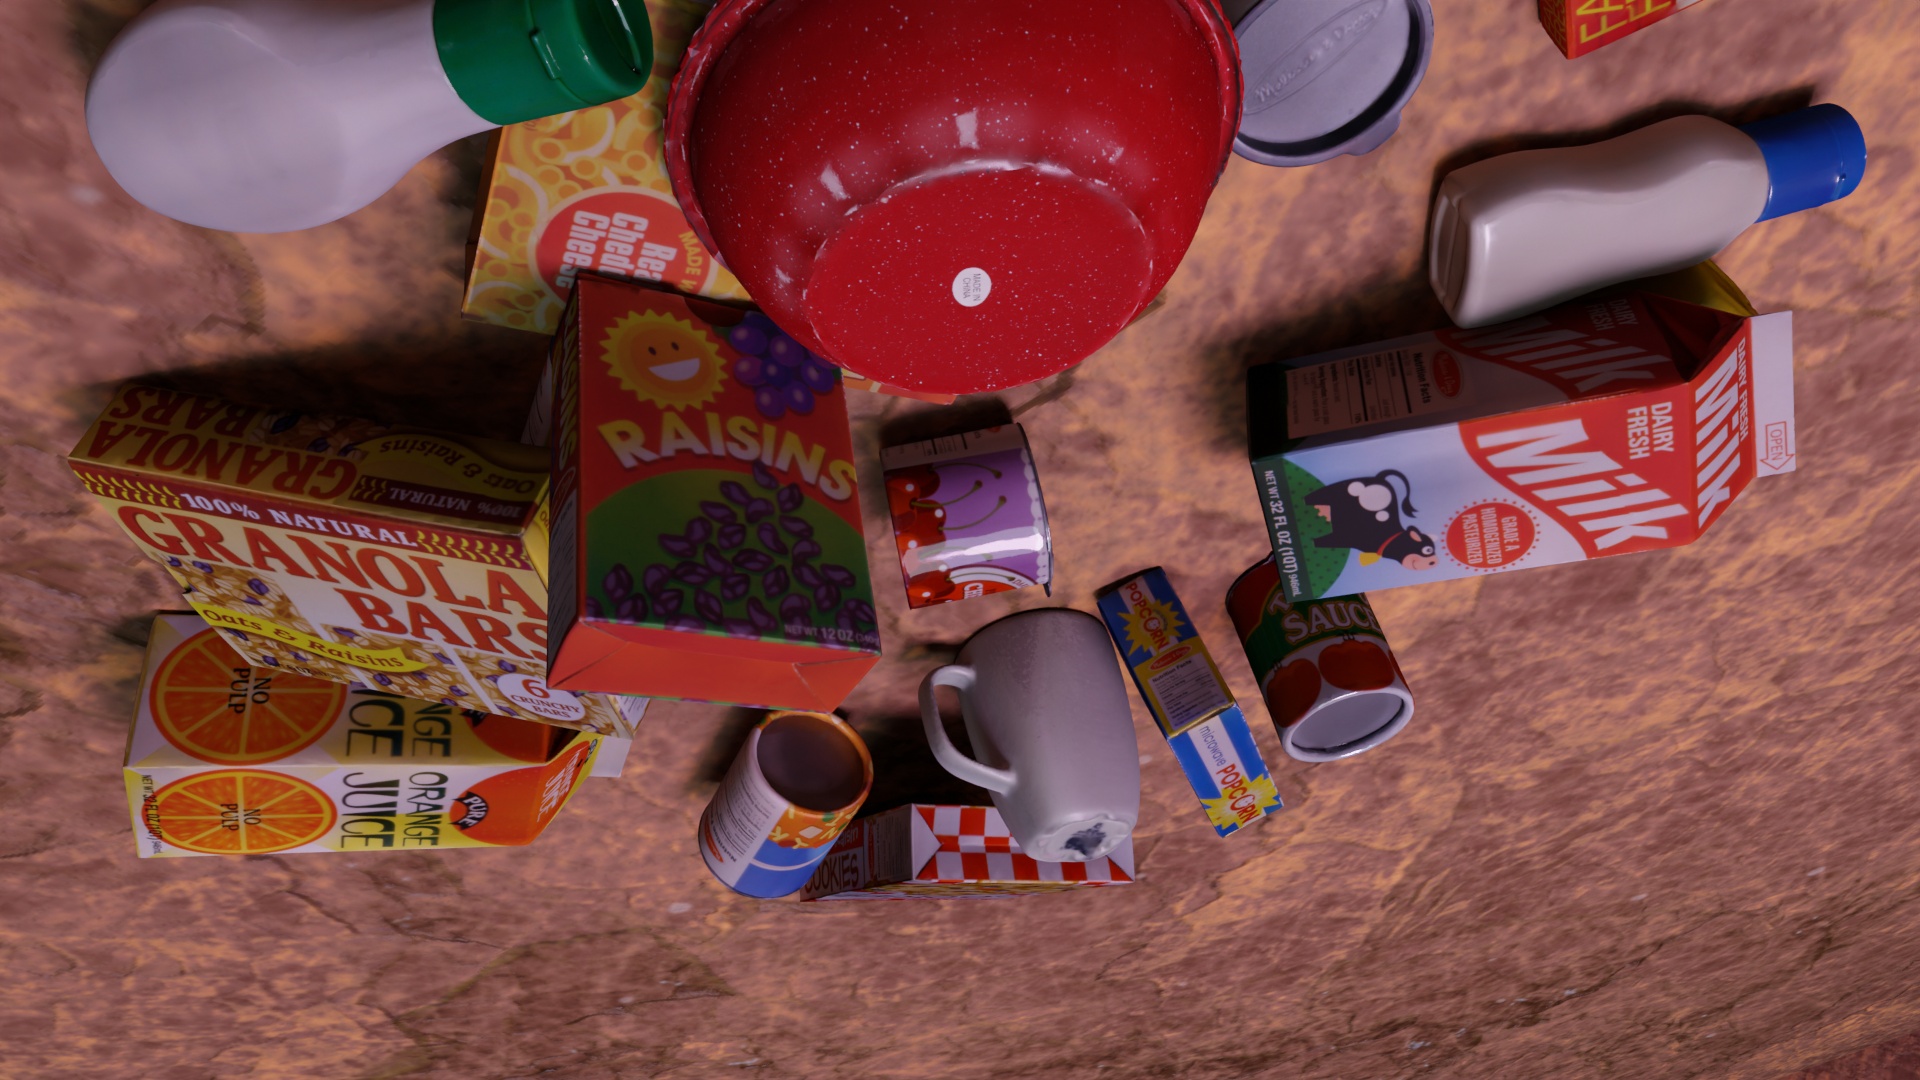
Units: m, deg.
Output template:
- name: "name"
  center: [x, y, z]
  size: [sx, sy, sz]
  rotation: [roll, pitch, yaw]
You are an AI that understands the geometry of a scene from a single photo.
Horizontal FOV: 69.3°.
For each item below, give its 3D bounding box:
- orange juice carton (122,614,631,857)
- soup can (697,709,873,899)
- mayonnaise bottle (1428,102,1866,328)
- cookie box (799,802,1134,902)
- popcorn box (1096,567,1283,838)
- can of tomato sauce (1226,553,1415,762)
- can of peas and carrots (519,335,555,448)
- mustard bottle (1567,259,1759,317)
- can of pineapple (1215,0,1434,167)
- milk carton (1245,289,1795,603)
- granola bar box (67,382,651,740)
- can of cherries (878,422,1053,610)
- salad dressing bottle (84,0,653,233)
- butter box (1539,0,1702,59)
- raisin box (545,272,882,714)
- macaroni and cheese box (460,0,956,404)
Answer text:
- name: "orange juice carton"
  center: [-0.235, 0.083, 0.587]
  size: [0.193, 0.073, 0.071]
  rotation: [3, 139, -22]
- name: "soup can"
  center: [-0.086, 0.131, 0.702]
  size: [0.071, 0.071, 0.083]
  rotation: [8, 137, -26]
- name: "mayonnaise bottle"
  center: [0.251, -0.124, 0.512]
  size: [0.148, 0.041, 0.064]
  rotation: [-15, 142, -1]
- name: "cookie box"
  center: [-0.003, 0.170, 0.750]
  size: [0.123, 0.040, 0.167]
  rotation: [7, 161, -24]
- name: "popcorn box"
  center: [0.114, 0.082, 0.686]
  size: [0.038, 0.085, 0.126]
  rotation: [-28, 141, 4]
- name: "can of tomato sauce"
  center: [0.174, 0.055, 0.675]
  size: [0.071, 0.083, 0.070]
  rotation: [-9, 142, -7]
- name: "can of peas and carrots"
  center: [-0.112, -0.038, 0.478]
  size: [0.071, 0.071, 0.058]
  rotation: [8, 138, -26]
- name: "mustard bottle"
  center: [0.255, -0.055, 0.591]
  size: [0.065, 0.049, 0.159]
  rotation: [22, 130, -31]
- name: "can of pineapple"
  center: [0.097, -0.153, 0.410]
  size: [0.071, 0.058, 0.070]
  rotation: [-9, 142, -7]
- name: "milk carton"
  center: [0.211, -0.038, 0.529]
  size: [0.190, 0.074, 0.072]
  rotation: [-10, 124, 18]
- name: "granola bar box"
  center: [-0.197, 0.010, 0.480]
  size: [0.165, 0.039, 0.123]
  rotation: [9, 144, 13]
- name: "can of cherries"
  center: [0.002, -0.007, 0.552]
  size: [0.058, 0.072, 0.071]
  rotation: [-11, 142, -4]
- name: "salad dressing bottle"
  center: [-0.150, -0.116, 0.351]
  size: [0.147, 0.044, 0.064]
  rotation: [-5, 128, 20]
- name: "butter box"
  center: [0.199, -0.198, 0.414]
  size: [0.053, 0.024, 0.103]
  rotation: [-24, 141, 10]
- name: "raisin box"
  center: [-0.075, -0.015, 0.408]
  size: [0.086, 0.124, 0.040]
  rotation: [9, 141, -26]
- name: "macaroni and cheese box"
  center: [-0.057, -0.109, 0.430]
  size: [0.167, 0.040, 0.123]
  rotation: [8, 138, -25]
